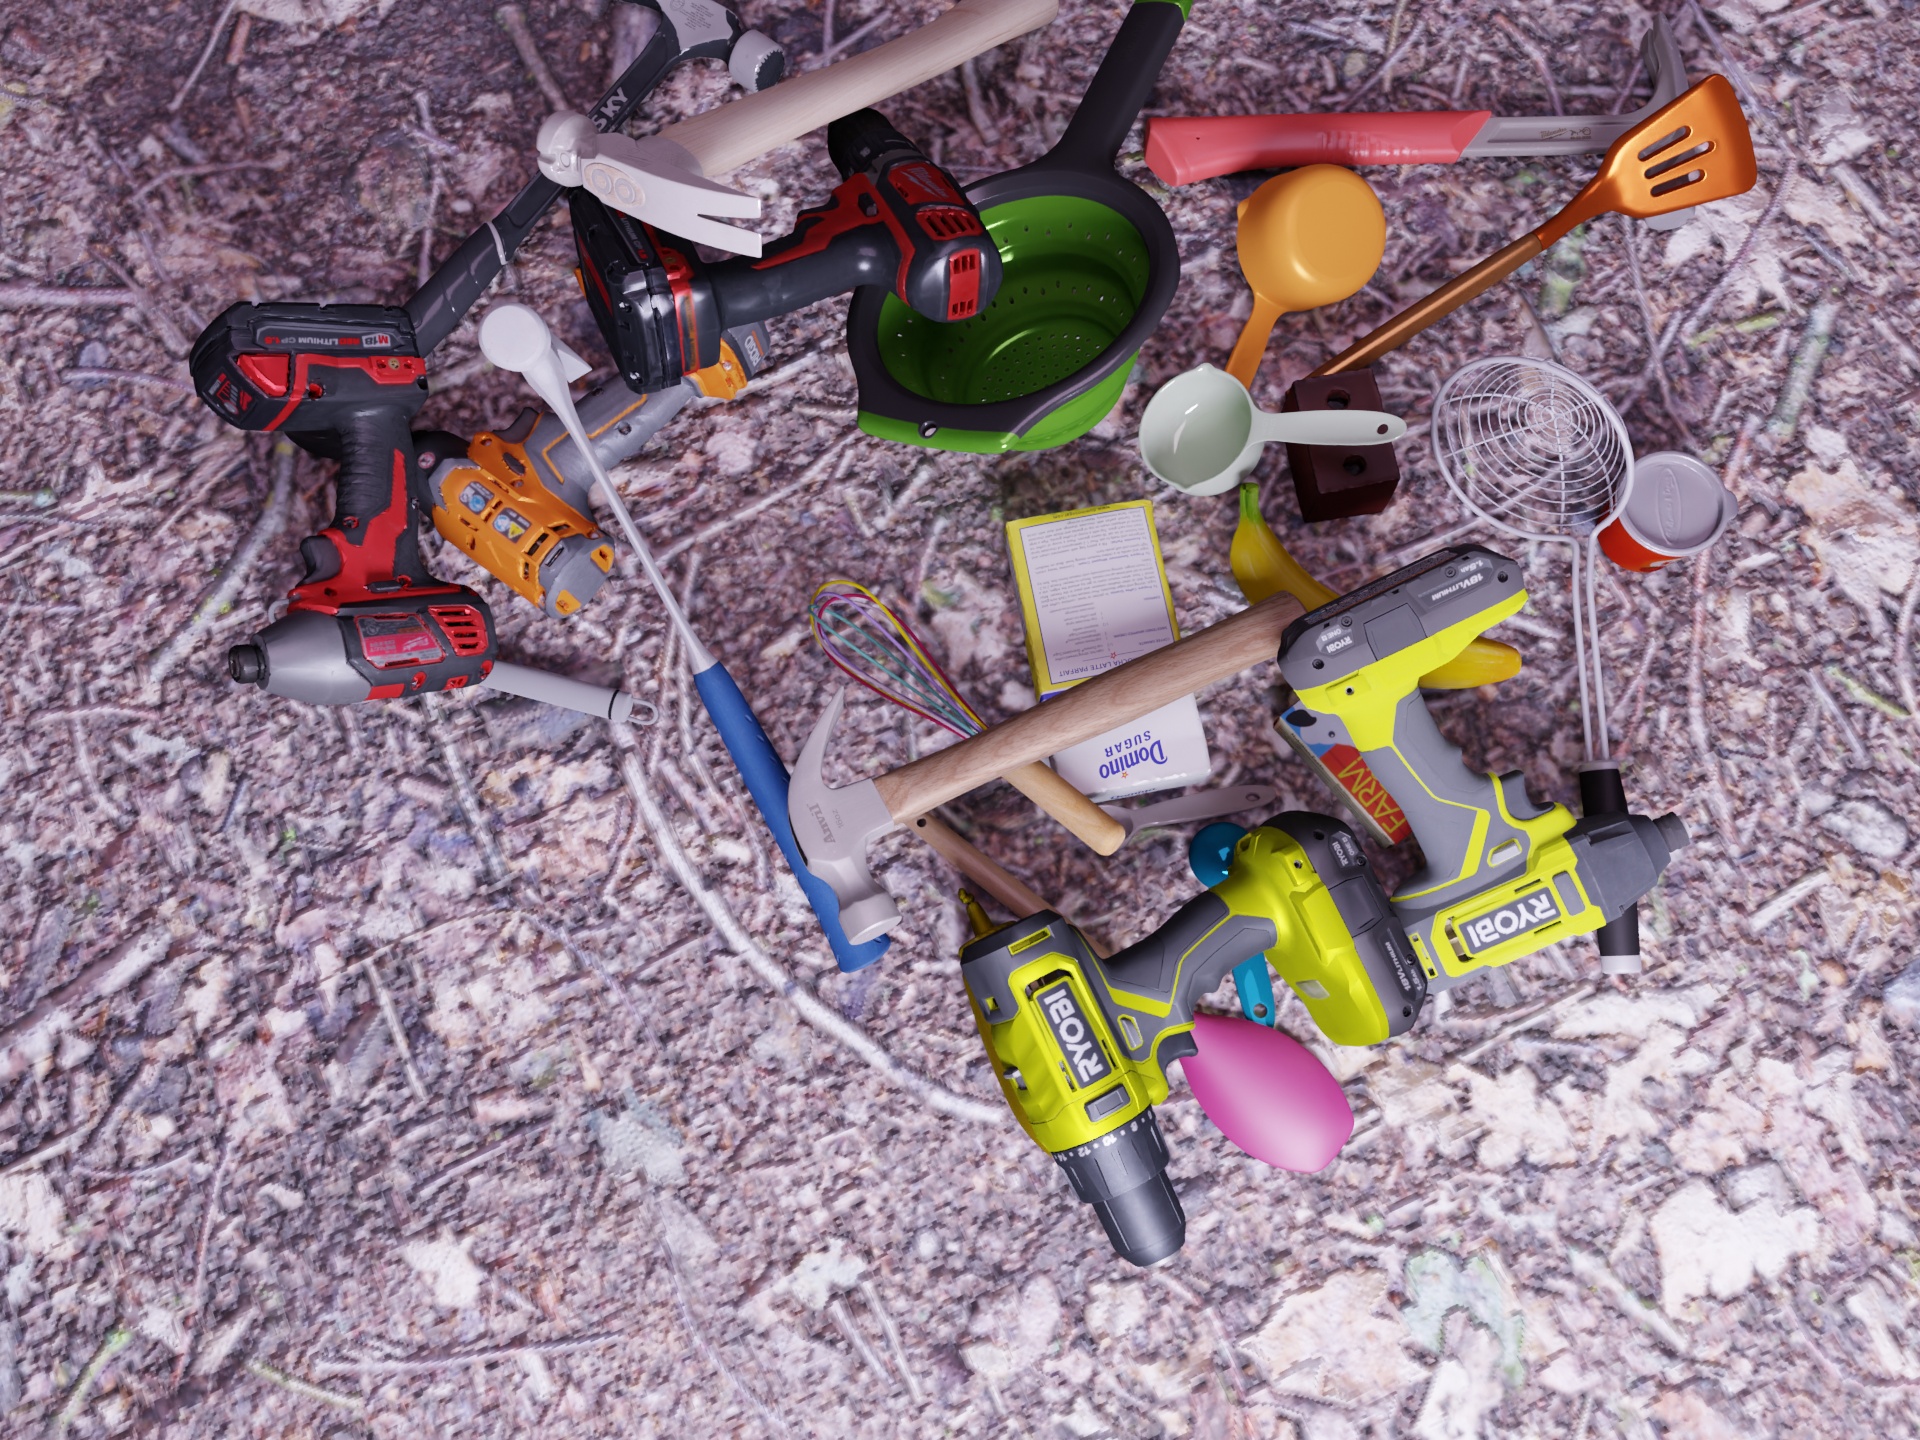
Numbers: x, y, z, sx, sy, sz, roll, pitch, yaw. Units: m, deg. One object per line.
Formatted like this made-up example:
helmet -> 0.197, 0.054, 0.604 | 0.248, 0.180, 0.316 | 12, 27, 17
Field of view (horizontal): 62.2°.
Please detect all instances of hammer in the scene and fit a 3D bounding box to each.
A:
hammer -> -0.148, -0.041, 0.899 | 0.035, 0.144, 0.405 | -28, 99, -2
hammer -> 0.056, -0.001, 0.899 | 0.331, 0.031, 0.130 | -24, 73, -17
hammer -> 0.303, -0.396, 1.058 | 0.359, 0.036, 0.149 | -1, 76, 0
hammer -> -0.054, -0.381, 0.955 | 0.146, 0.038, 0.411 | 28, 47, 22
hammer -> -0.297, -0.333, 1.049 | 0.149, 0.036, 0.409 | 36, 79, 10

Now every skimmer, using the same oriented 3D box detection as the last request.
skimmer -> 0.350, -0.033, 0.937 | 0.090, 0.127, 0.363 | 1, 81, -30

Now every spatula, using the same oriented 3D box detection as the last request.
spatula -> 0.349, -0.290, 1.010 | 0.322, 0.041, 0.081 | -33, 117, 2

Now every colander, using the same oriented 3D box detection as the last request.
colander -> 0.074, -0.303, 1.003 | 0.205, 0.094, 0.397 | 14, 66, 28

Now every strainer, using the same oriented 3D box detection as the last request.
strainer -> -0.310, -0.037, 0.973 | 0.258, 0.050, 0.087 | 15, 92, 1

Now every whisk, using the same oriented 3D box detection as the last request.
whisk -> -0.001, -0.005, 0.935 | 0.245, 0.051, 0.047 | 39, 91, 19

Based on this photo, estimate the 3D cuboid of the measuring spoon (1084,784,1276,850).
measuring spoon -> 0.131, 0.059, 0.956 | 0.124, 0.018, 0.034 | -11, 42, -8

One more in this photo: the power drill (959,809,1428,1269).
power drill -> 0.134, 0.165, 0.866 | 0.228, 0.080, 0.190 | -24, 84, -19

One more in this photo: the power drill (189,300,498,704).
power drill -> -0.354, -0.117, 0.895 | 0.143, 0.078, 0.220 | -12, 86, -41

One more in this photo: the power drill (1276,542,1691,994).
power drill -> 0.289, 0.021, 0.889 | 0.171, 0.080, 0.223 | -26, 95, 9

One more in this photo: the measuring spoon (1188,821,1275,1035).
measuring spoon -> 0.166, 0.121, 0.936 | 0.042, 0.021, 0.129 | -11, 76, -2

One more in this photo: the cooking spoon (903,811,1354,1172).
cooking spoon -> 0.091, 0.149, 0.930 | 0.319, 0.017, 0.069 | 37, 86, 10

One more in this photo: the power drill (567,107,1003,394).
power drill -> -0.108, -0.288, 0.929 | 0.226, 0.080, 0.188 | -17, 53, -16

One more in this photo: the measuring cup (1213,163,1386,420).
measuring cup -> 0.209, -0.269, 1.008 | 0.095, 0.052, 0.173 | 25, 86, -20

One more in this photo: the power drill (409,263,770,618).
power drill -> -0.244, -0.196, 0.992 | 0.164, 0.084, 0.226 | 35, 83, 9

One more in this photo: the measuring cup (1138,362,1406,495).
measuring cup -> 0.192, -0.173, 0.969 | 0.168, 0.038, 0.083 | 6, 83, 30
